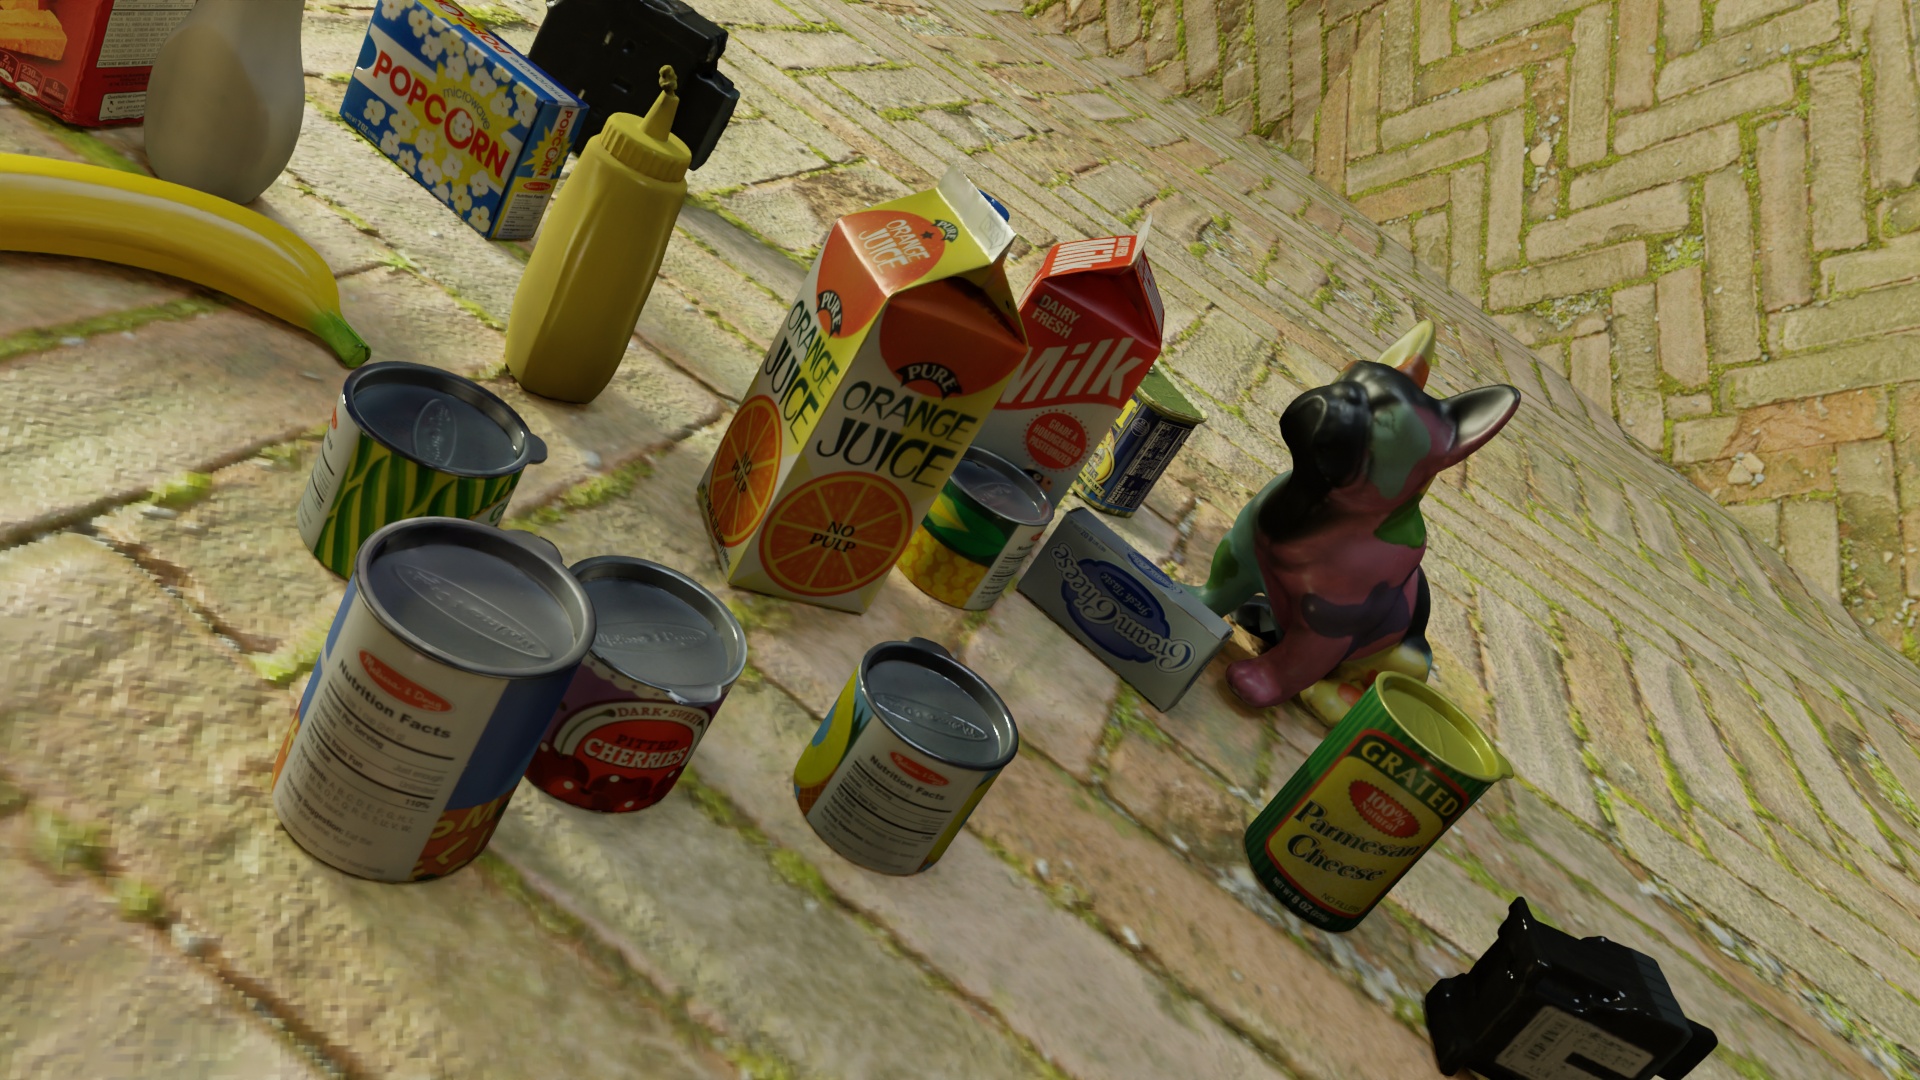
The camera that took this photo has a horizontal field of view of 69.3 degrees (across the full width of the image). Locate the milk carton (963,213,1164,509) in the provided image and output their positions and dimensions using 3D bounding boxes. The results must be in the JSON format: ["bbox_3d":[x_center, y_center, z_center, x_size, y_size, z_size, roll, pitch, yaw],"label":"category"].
[{"bbox_3d":[0.049,-0.085,0.734,0.073,0.189,0.073,30,25,-5],"label":"milk carton"}]

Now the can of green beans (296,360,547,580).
[{"bbox_3d":[-0.195,-0.022,0.497,0.071,0.057,0.071,26,26,-14],"label":"can of green beans"}]

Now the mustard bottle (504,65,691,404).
[{"bbox_3d":[-0.159,-0.140,0.630,0.049,0.159,0.065,13,31,-35],"label":"mustard bottle"}]

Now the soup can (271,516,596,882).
[{"bbox_3d":[-0.150,0.045,0.400,0.071,0.083,0.072,26,26,-14],"label":"soup can"}]

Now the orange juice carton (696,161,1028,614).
[{"bbox_3d":[-0.037,-0.067,0.600,0.073,0.191,0.072,15,30,-33],"label":"orange juice carton"}]

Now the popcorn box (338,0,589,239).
[{"bbox_3d":[-0.272,-0.234,0.758,0.127,0.085,0.038,39,26,14],"label":"popcorn box"}]

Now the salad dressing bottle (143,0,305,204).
[{"bbox_3d":[-0.316,-0.222,0.614,0.064,0.147,0.044,32,25,-2],"label":"salad dressing bottle"}]

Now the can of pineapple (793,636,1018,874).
[{"bbox_3d":[-0.020,0.079,0.516,0.071,0.057,0.071,26,26,-14],"label":"can of pineapple"}]

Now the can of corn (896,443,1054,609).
[{"bbox_3d":[0.002,-0.009,0.699,0.071,0.058,0.071,26,26,-14],"label":"can of corn"}]

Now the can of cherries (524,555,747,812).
[{"bbox_3d":[-0.113,0.049,0.464,0.071,0.058,0.072,26,26,-14],"label":"can of cherries"}]

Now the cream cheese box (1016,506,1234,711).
[{"bbox_3d":[0.084,0.035,0.719,0.104,0.053,0.024,40,26,16],"label":"cream cheese box"}]

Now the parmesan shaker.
[{"bbox_3d":[0.186,0.120,0.626,0.071,0.102,0.071,26,26,-14],"label":"parmesan shaker"}]

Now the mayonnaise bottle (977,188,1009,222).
[{"bbox_3d":[-0.024,-0.127,0.775,0.041,0.147,0.065,37,25,10],"label":"mayonnaise bottle"}]
